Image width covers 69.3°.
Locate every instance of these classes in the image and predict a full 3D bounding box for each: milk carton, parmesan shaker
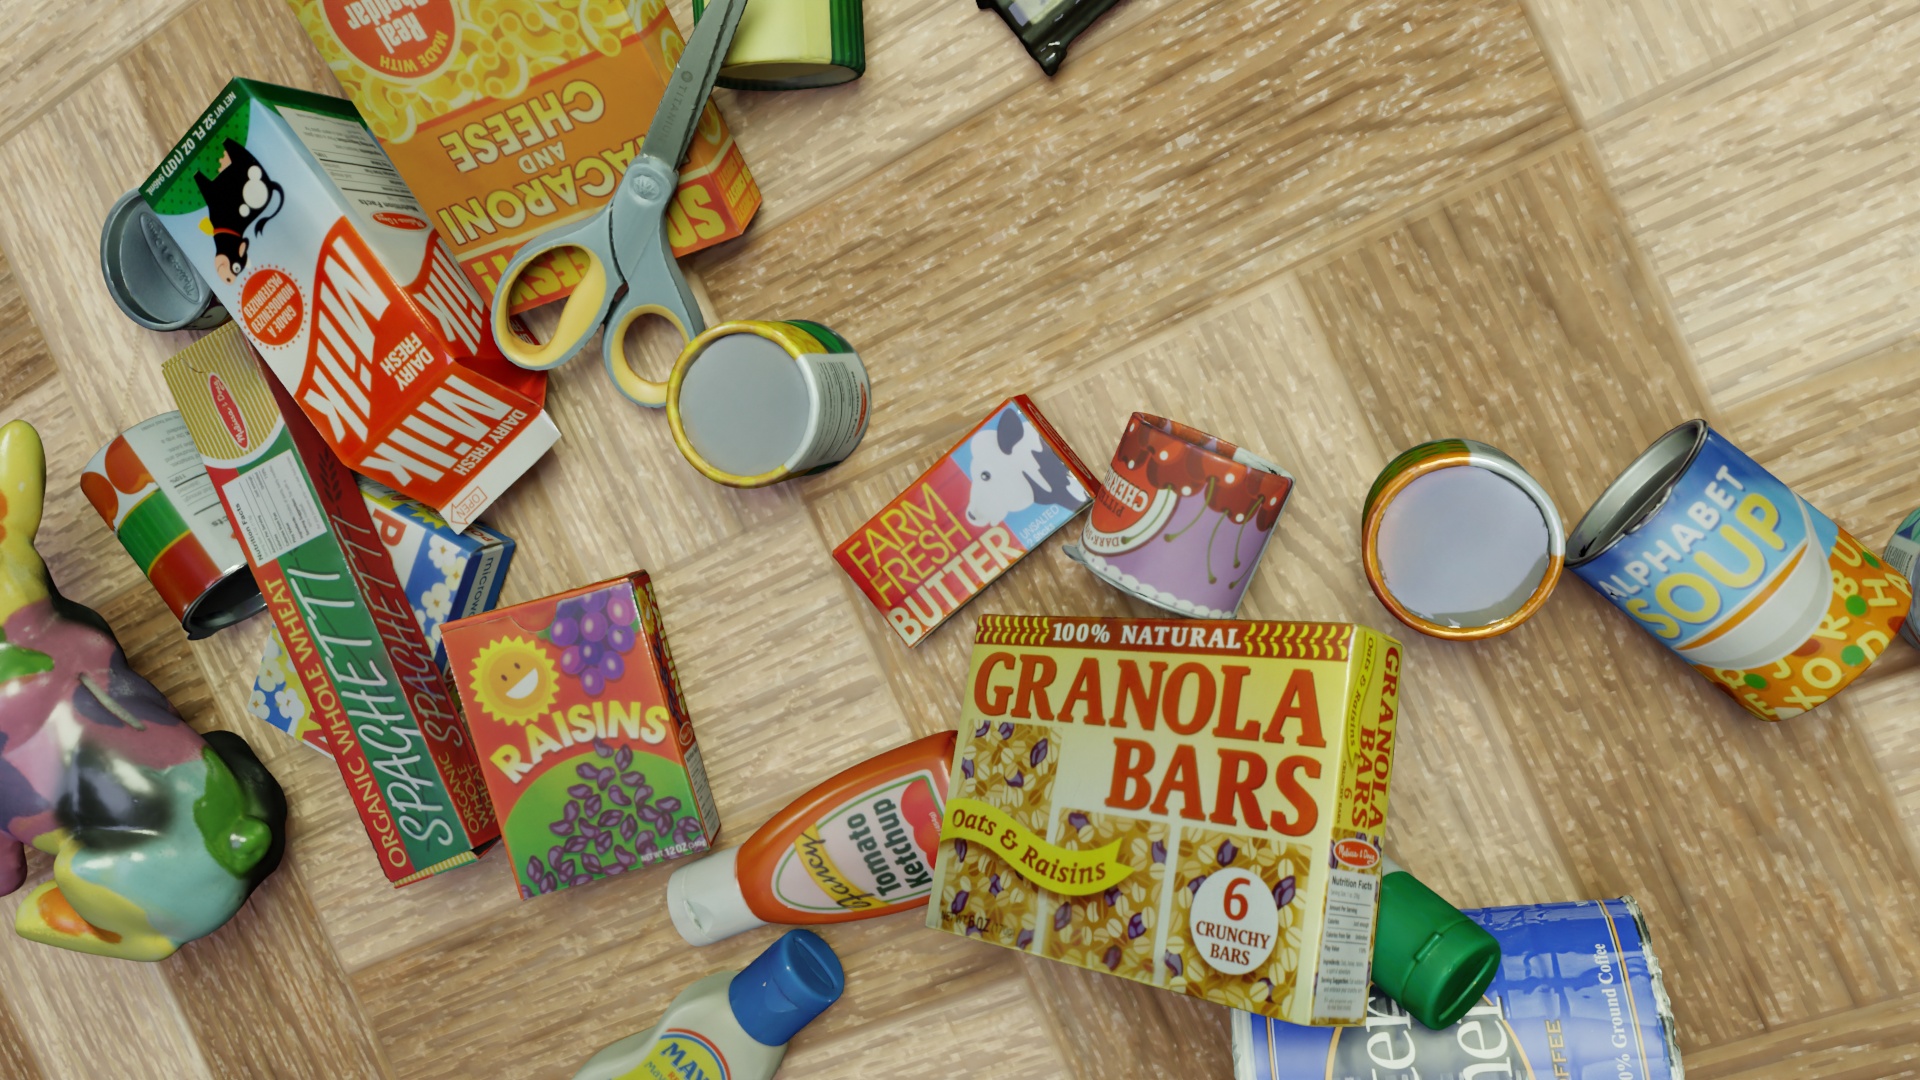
[{"bbox_3d":[-0.250,-0.098,0.596,0.072,0.073,0.190,-40,87,17],"label":"milk carton"},{"bbox_3d":[-0.074,-0.229,0.530,0.071,0.071,0.103,0,99,16],"label":"parmesan shaker"}]

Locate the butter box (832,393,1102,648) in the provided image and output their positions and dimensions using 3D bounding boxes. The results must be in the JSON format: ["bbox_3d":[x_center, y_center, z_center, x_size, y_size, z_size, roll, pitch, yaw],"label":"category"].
[{"bbox_3d":[0.002,-0.007,0.562,0.103,0.024,0.053,-40,87,17],"label":"butter box"}]

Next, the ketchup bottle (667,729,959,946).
[{"bbox_3d":[-0.054,0.133,0.589,0.148,0.044,0.064,-24,97,18],"label":"ketchup bottle"}]

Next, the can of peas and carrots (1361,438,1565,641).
[{"bbox_3d":[0.175,0.000,0.496,0.071,0.059,0.071,2,98,16],"label":"can of peas and carrots"}]

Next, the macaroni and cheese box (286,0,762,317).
[{"bbox_3d":[-0.170,-0.181,0.540,0.123,0.040,0.165,-14,124,18],"label":"macaroni and cheese box"}]

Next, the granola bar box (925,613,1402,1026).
[{"bbox_3d":[0.067,0.090,0.490,0.165,0.039,0.124,-2,74,45],"label":"granola bar box"}]

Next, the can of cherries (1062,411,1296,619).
[{"bbox_3d":[0.081,-0.010,0.516,0.071,0.071,0.058,25,104,11],"label":"can of cherries"}]

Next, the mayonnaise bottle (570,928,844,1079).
[{"bbox_3d":[-0.114,0.230,0.621,0.147,0.041,0.065,-43,85,18],"label":"mayonnaise bottle"}]

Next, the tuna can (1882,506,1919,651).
[{"bbox_3d":[0.350,0.014,0.461,0.071,0.033,0.071,2,99,16],"label":"tuna can"}]

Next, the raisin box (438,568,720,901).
[{"bbox_3d":[-0.164,0.083,0.604,0.086,0.040,0.123,-15,94,1],"label":"raisin box"}]

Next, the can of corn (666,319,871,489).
[{"bbox_3d":[-0.079,-0.056,0.561,0.071,0.058,0.071,2,99,16],"label":"can of corn"}]

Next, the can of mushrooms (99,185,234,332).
[{"bbox_3d":[-0.357,-0.131,0.643,0.071,0.033,0.071,2,98,16],"label":"can of mushrooms"}]

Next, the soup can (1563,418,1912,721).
[{"bbox_3d":[0.259,0.011,0.467,0.084,0.071,0.071,40,107,7],"label":"soup can"}]

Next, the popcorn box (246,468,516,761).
[{"bbox_3d":[-0.266,0.039,0.638,0.085,0.038,0.126,26,104,10],"label":"popcorn box"}]

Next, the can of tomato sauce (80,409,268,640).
[{"bbox_3d":[-0.351,-0.008,0.642,0.071,0.071,0.083,-41,85,18],"label":"can of tomato sauce"}]

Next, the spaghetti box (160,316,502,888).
[{"bbox_3d":[-0.270,0.028,0.601,0.050,0.029,0.250,-24,91,18],"label":"spaghetti box"}]

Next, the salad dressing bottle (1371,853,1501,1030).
[{"bbox_3d":[0.120,0.111,0.495,0.064,0.044,0.148,-46,43,-7],"label":"salad dressing bottle"}]
